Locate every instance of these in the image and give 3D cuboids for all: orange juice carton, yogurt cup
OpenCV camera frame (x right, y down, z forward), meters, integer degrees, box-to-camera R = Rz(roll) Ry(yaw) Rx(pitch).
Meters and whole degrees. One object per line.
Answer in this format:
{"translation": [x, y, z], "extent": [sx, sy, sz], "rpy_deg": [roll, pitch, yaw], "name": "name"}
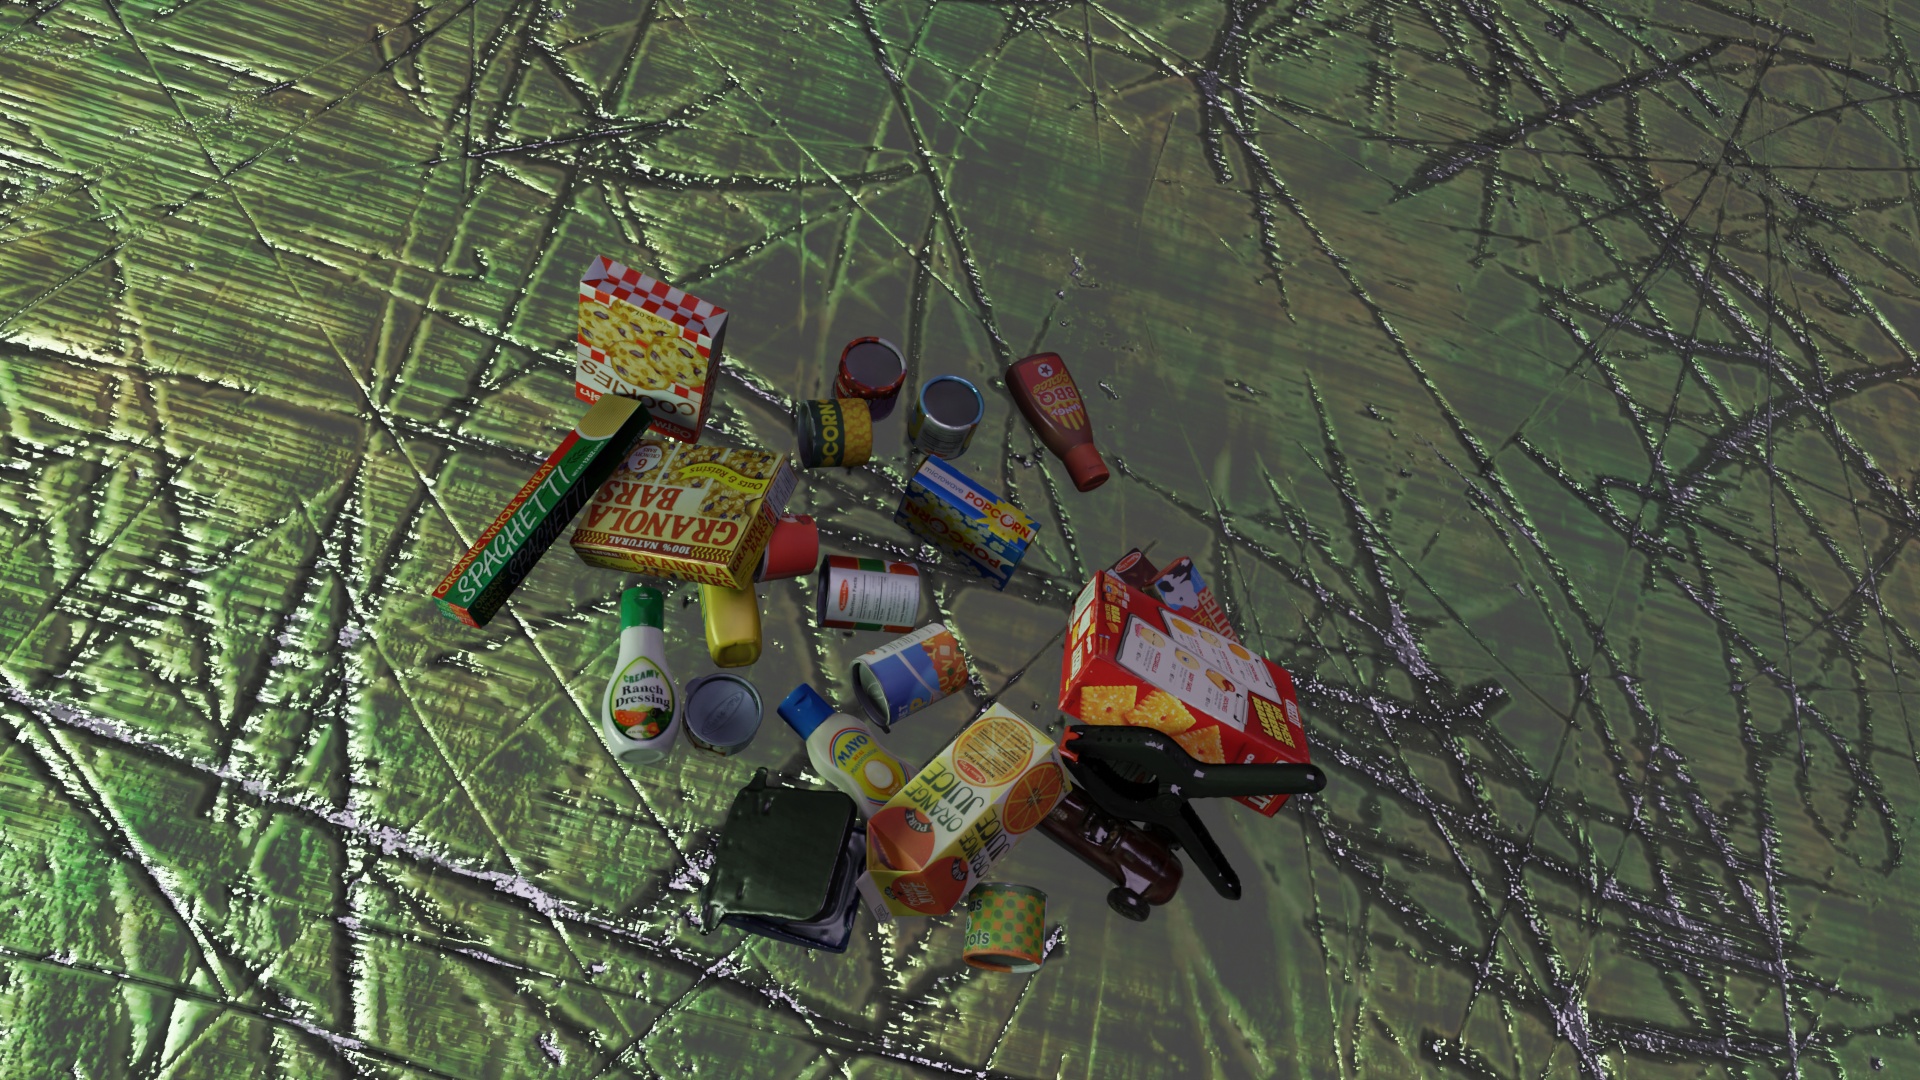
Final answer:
{"translation": [-0.005, 0.230, 1.134], "extent": [0.193, 0.071, 0.073], "rpy_deg": [-41, 48, -20], "name": "orange juice carton"}
{"translation": [-0.162, 0.004, 1.255], "extent": [0.054, 0.072, 0.072], "rpy_deg": [-1, 62, -26], "name": "yogurt cup"}

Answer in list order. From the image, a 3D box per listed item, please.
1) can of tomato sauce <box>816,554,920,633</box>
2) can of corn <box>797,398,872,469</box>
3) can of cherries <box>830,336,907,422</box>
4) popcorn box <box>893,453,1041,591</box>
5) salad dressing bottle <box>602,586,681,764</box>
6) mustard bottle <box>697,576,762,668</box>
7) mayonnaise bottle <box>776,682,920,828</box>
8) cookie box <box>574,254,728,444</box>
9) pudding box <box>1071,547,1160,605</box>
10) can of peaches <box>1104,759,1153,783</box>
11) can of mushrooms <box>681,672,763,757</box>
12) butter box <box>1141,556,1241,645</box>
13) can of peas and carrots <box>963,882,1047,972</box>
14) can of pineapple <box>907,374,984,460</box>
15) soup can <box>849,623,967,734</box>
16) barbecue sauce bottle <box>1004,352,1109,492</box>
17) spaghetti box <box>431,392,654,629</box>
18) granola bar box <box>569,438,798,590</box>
{"translation": [-0.084, 0.049, 1.252], "extent": [0.083, 0.071, 0.071], "rpy_deg": [6, 61, -14], "name": "can of tomato sauce"}
{"translation": [-0.119, -0.103, 1.321], "extent": [0.058, 0.070, 0.071], "rpy_deg": [-4, 63, -19], "name": "can of corn"}
{"translation": [-0.092, -0.157, 1.366], "extent": [0.071, 0.058, 0.072], "rpy_deg": [7, 60, -13], "name": "can of cherries"}
{"translation": [0.005, -0.016, 1.301], "extent": [0.127, 0.084, 0.038], "rpy_deg": [33, 58, 4], "name": "popcorn box"}
{"translation": [-0.269, 0.112, 1.174], "extent": [0.064, 0.043, 0.148], "rpy_deg": [0, 62, -14], "name": "salad dressing bottle"}
{"translation": [-0.209, 0.032, 1.227], "extent": [0.049, 0.065, 0.161], "rpy_deg": [-7, 58, -13], "name": "mustard bottle"}
{"translation": [-0.093, 0.185, 1.186], "extent": [0.148, 0.041, 0.065], "rpy_deg": [43, 63, 9], "name": "mayonnaise bottle"}
{"translation": [-0.282, -0.166, 1.252], "extent": [0.123, 0.166, 0.040], "rpy_deg": [23, 56, -3], "name": "cookie box"}
{"translation": [0.155, 0.050, 1.340], "extent": [0.084, 0.030, 0.050], "rpy_deg": [-35, 75, -29], "name": "pudding box"}
{"translation": [0.147, 0.188, 1.243], "extent": [0.058, 0.071, 0.071], "rpy_deg": [33, 58, 3], "name": "can of peaches"}
{"translation": [-0.204, 0.147, 1.180], "extent": [0.071, 0.033, 0.071], "rpy_deg": [7, 61, -12], "name": "can of mushrooms"}
{"translation": [0.222, 0.072, 1.332], "extent": [0.053, 0.024, 0.103], "rpy_deg": [-36, 97, -28], "name": "butter box"}
{"translation": [0.035, 0.317, 1.137], "extent": [0.071, 0.070, 0.059], "rpy_deg": [11, 60, -10], "name": "can of peas and carrots"}
{"translation": [-0.014, -0.123, 1.370], "extent": [0.071, 0.057, 0.071], "rpy_deg": [7, 60, -12], "name": "can of pineapple"}
{"translation": [-0.044, 0.121, 1.223], "extent": [0.084, 0.071, 0.071], "rpy_deg": [-23, 71, -26], "name": "soup can"}
{"translation": [0.103, -0.119, 1.411], "extent": [0.065, 0.043, 0.149], "rpy_deg": [-17, 68, -25], "name": "barbecue sauce bottle"}
{"translation": [-0.361, -0.031, 1.213], "extent": [0.050, 0.028, 0.251], "rpy_deg": [15, 57, 30], "name": "spaghetti box"}
{"translation": [-0.242, -0.026, 1.217], "extent": [0.165, 0.039, 0.125], "rpy_deg": [7, 55, 23], "name": "granola bar box"}
